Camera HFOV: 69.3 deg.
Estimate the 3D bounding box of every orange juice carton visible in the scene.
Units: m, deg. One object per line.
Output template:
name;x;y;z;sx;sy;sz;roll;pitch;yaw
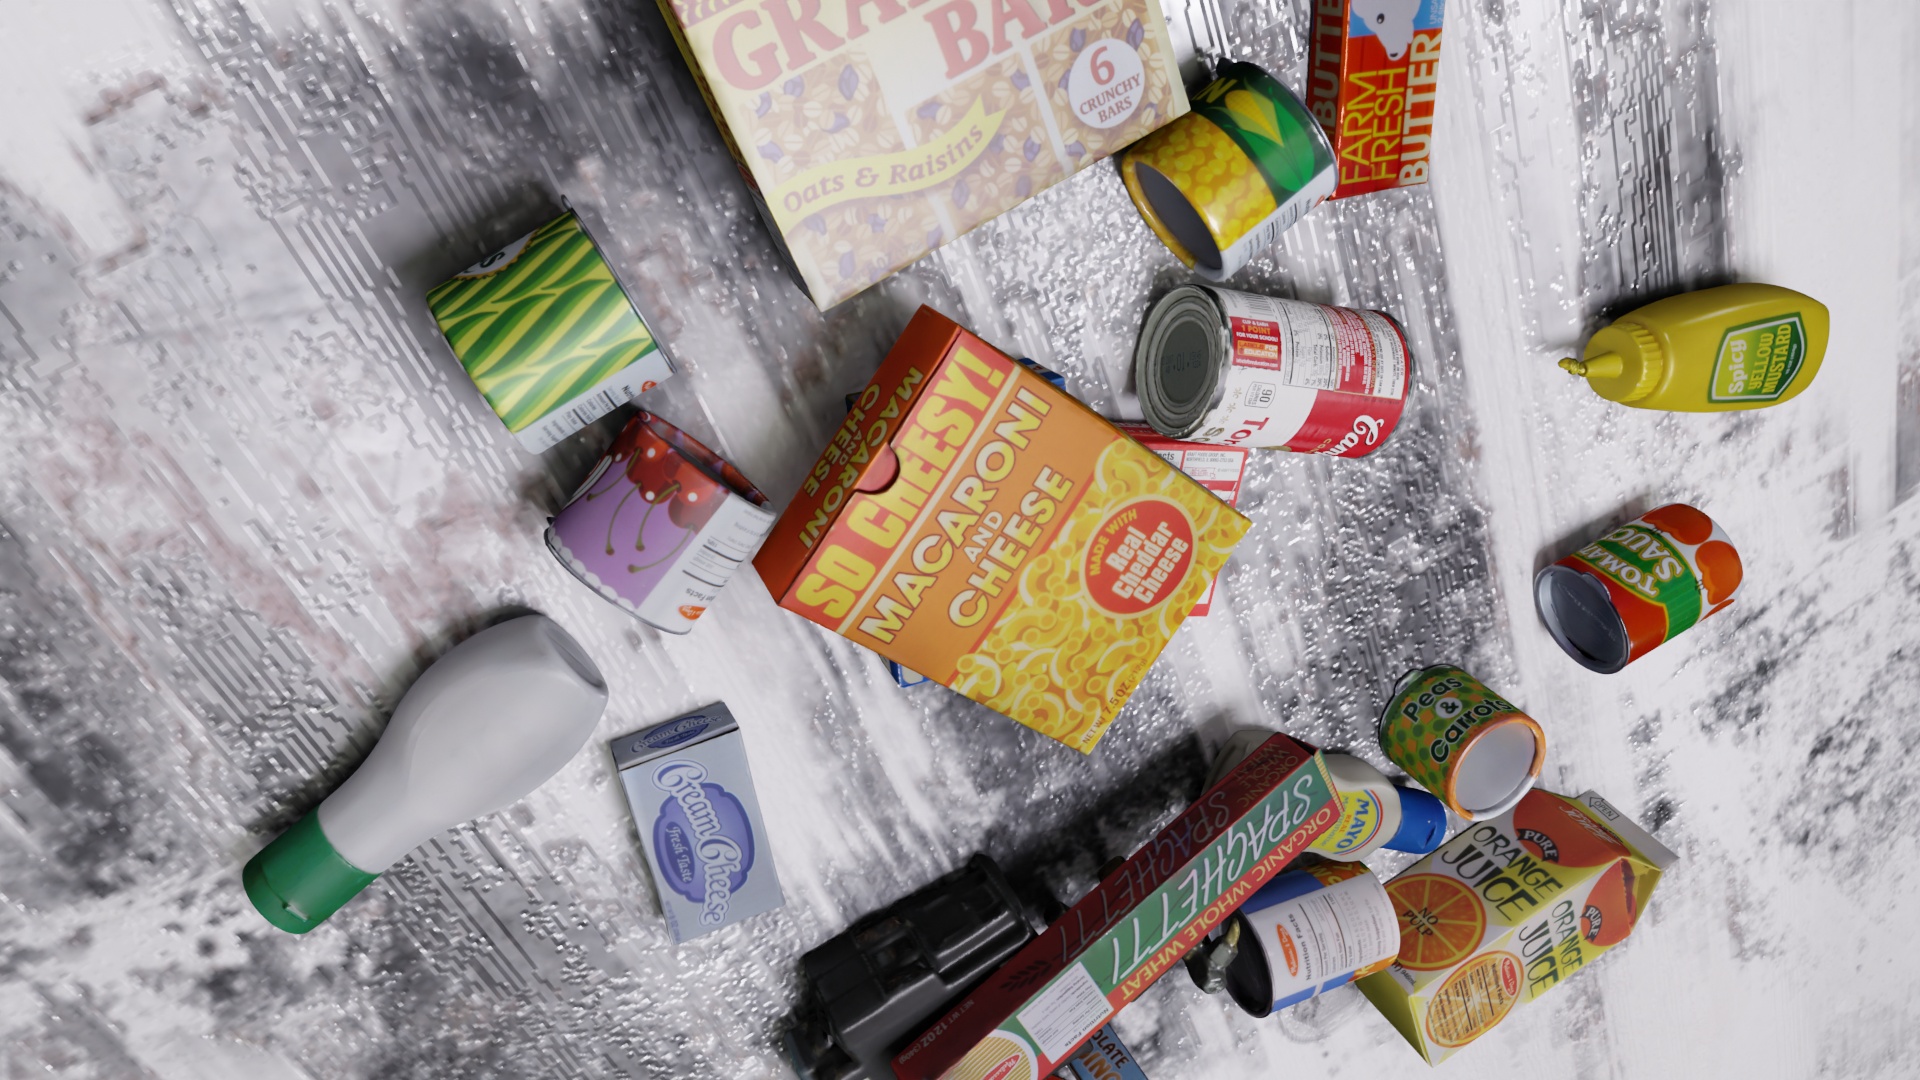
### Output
orange juice carton;0.328;0.218;0.827;0.193;0.072;0.072;-29;122;-10

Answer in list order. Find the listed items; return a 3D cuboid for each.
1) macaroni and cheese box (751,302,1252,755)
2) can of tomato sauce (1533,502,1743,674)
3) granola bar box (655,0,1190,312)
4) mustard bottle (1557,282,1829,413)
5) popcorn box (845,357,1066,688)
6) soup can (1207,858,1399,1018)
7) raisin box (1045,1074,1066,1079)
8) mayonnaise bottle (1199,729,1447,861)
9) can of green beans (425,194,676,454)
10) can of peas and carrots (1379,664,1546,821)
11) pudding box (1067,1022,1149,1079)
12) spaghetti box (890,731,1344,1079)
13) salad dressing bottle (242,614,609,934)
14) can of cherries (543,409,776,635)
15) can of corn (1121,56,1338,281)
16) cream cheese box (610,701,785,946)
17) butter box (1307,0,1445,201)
macaroni and cheese box;0.021;0.001;0.555;0.166;0.040;0.123;29;98;-32
can of tomato sauce;0.370;0.024;0.759;0.083;0.071;0.071;-26;122;-12
granola bar box;-0.010;-0.178;0.505;0.166;0.039;0.123;-31;123;-9
mustard bottle;0.373;-0.095;0.715;0.161;0.049;0.065;-10;115;-21
popcorn box;0.002;-0.007;0.591;0.085;0.038;0.126;-14;118;-17
soup can;0.187;0.217;0.767;0.084;0.071;0.071;-13;118;-20
raisin box;0.004;0.341;0.755;0.086;0.040;0.123;35;94;-34
mayonnaise bottle;0.200;0.143;0.751;0.148;0.041;0.064;15;104;-29
can of green beans;-0.140;-0.072;0.479;0.058;0.071;0.071;-32;123;-7
can of peas and carrots;0.273;0.109;0.759;0.071;0.059;0.070;-10;117;-21
pudding box;0.075;0.278;0.730;0.030;0.084;0.049;-30;122;-9
spaghetti box;0.079;0.187;0.661;0.250;0.029;0.050;-38;122;-11
salad dressing bottle;-0.207;0.091;0.538;0.148;0.044;0.064;-39;125;-2
can of cherries;-0.114;-0.009;0.522;0.071;0.072;0.058;34;96;-33
can of corn;0.105;-0.149;0.558;0.058;0.071;0.071;-40;123;-3
cream cheese box;-0.114;0.125;0.607;0.053;0.024;0.103;-18;119;-17
butter box;0.176;-0.200;0.590;0.053;0.024;0.103;-13;118;-20
